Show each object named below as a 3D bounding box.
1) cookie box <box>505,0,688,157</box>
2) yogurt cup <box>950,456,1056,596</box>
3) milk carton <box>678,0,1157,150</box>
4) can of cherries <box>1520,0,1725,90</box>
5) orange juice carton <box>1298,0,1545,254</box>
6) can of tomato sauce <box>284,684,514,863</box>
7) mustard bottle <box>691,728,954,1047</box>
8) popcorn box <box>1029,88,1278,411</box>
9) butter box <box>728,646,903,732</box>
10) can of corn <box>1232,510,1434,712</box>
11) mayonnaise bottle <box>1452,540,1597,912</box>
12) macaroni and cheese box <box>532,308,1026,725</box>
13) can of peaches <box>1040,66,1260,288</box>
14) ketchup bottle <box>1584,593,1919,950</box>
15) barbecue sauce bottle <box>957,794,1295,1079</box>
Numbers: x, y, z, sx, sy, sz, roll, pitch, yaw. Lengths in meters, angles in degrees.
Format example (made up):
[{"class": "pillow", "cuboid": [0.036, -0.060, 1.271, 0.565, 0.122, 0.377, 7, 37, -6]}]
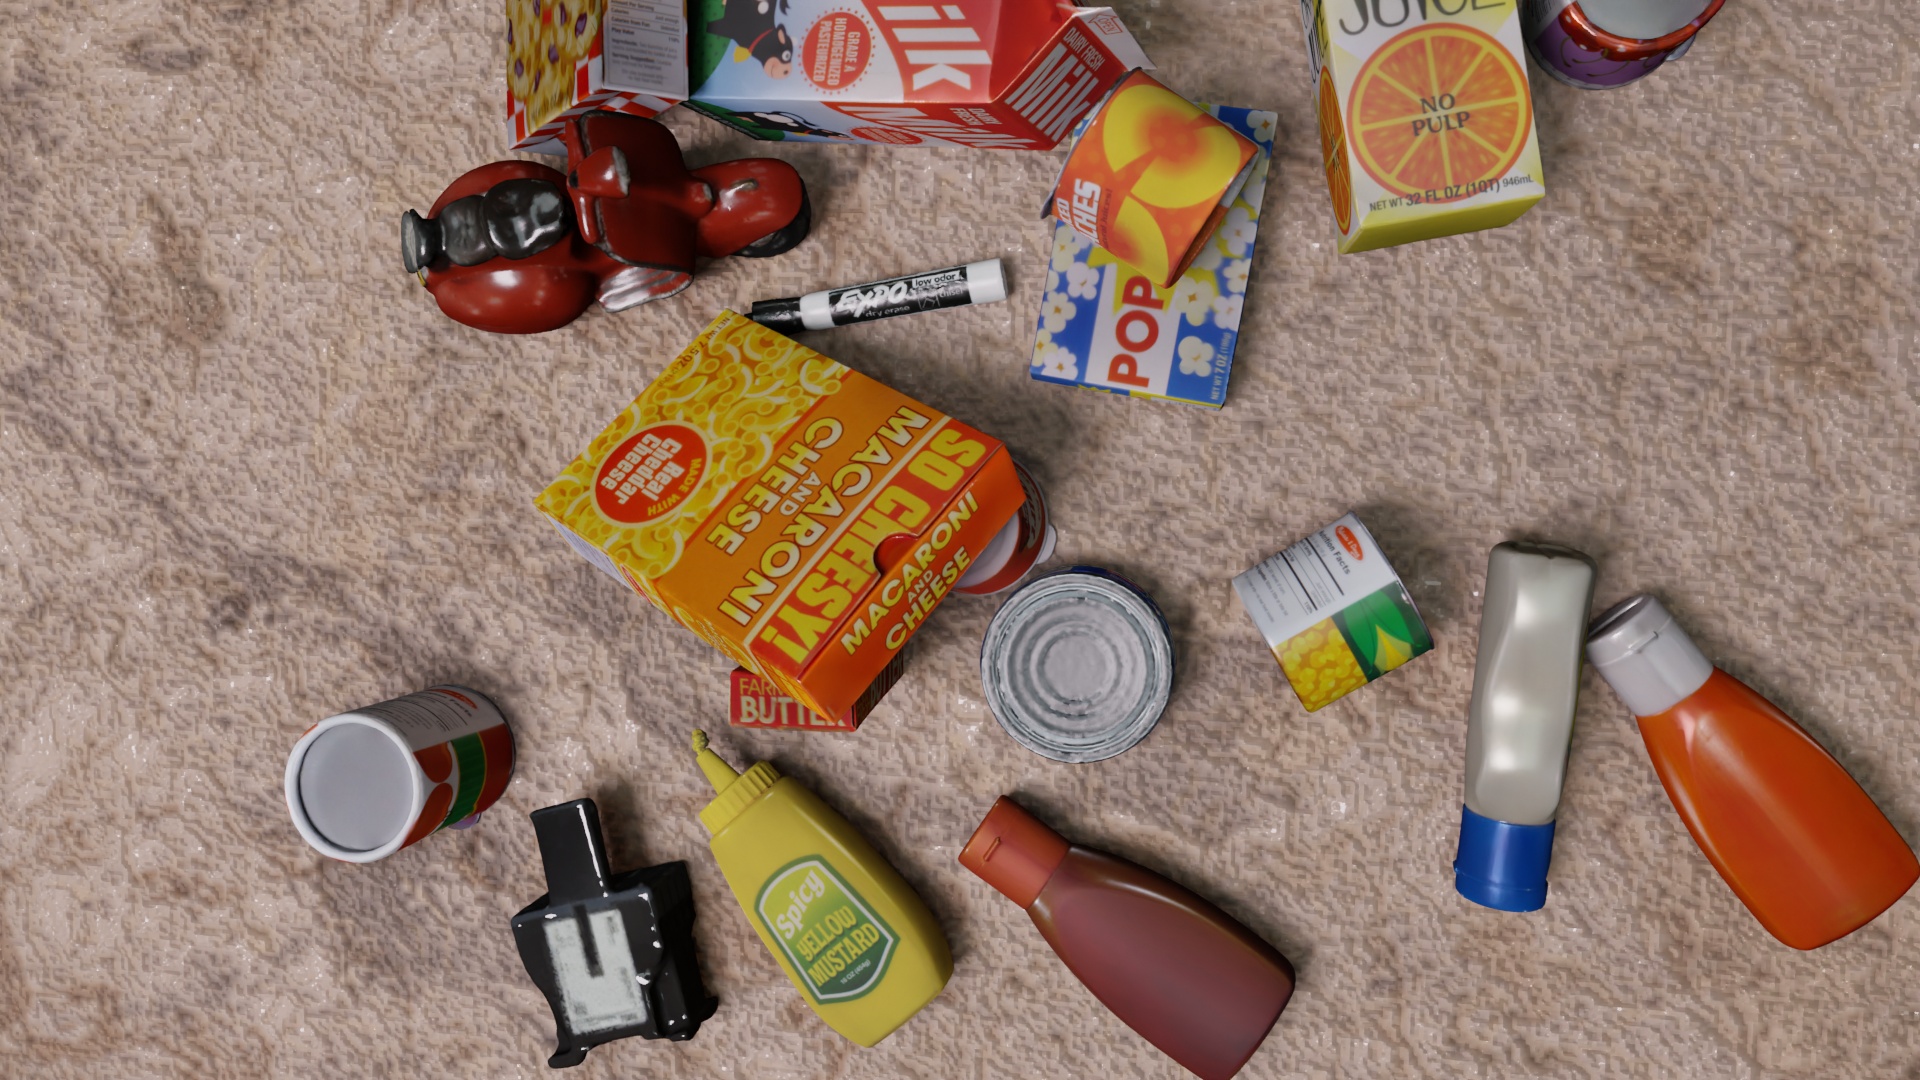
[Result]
[{"class": "cookie box", "cuboid": [-0.158, -0.261, 0.593, 0.040, 0.123, 0.167, -2, 93, -34]}, {"class": "yogurt cup", "cuboid": [0.002, -0.008, 0.607, 0.072, 0.054, 0.072, 0, 92, 9]}, {"class": "milk carton", "cuboid": [-0.019, -0.206, 0.572, 0.190, 0.072, 0.073, 9, 94, 22]}, {"class": "can of cherries", "cuboid": [0.269, -0.221, 0.557, 0.071, 0.058, 0.071, 0, 92, 9]}, {"class": "orange juice carton", "cuboid": [0.178, -0.220, 0.564, 0.072, 0.073, 0.192, -9, 90, 9]}, {"class": "can of tomato sauce", "cuboid": [-0.255, 0.107, 0.635, 0.071, 0.083, 0.071, 0, 92, 9]}, {"class": "mustard bottle", "cuboid": [-0.073, 0.150, 0.627, 0.065, 0.049, 0.160, -42, 86, 6]}, {"class": "popcorn box", "cuboid": [0.083, -0.124, 0.599, 0.085, 0.038, 0.126, 11, 94, 9]}, {"class": "butter box", "cuboid": [-0.059, 0.057, 0.594, 0.053, 0.104, 0.024, 2, 97, 8]}, {"class": "can of corn", "cuboid": [0.156, 0.032, 0.581, 0.058, 0.071, 0.071, -30, 88, 9]}, {"class": "mayonnaise bottle", "cuboid": [0.232, 0.076, 0.573, 0.041, 0.065, 0.148, 6, 97, 16]}, {"class": "macaroni and cheese box", "cuboid": [-0.076, -0.017, 0.568, 0.167, 0.040, 0.124, 28, 68, 33]}, {"class": "can of peaches", "cuboid": [0.075, -0.139, 0.545, 0.058, 0.071, 0.071, 34, 97, 5]}, {"class": "ketchup bottle", "cuboid": [0.316, 0.090, 0.569, 0.064, 0.043, 0.149, -38, 86, 7]}, {"class": "barbecue sauce bottle", "cuboid": [0.069, 0.169, 0.609, 0.148, 0.044, 0.065, 35, 97, 6]}]
